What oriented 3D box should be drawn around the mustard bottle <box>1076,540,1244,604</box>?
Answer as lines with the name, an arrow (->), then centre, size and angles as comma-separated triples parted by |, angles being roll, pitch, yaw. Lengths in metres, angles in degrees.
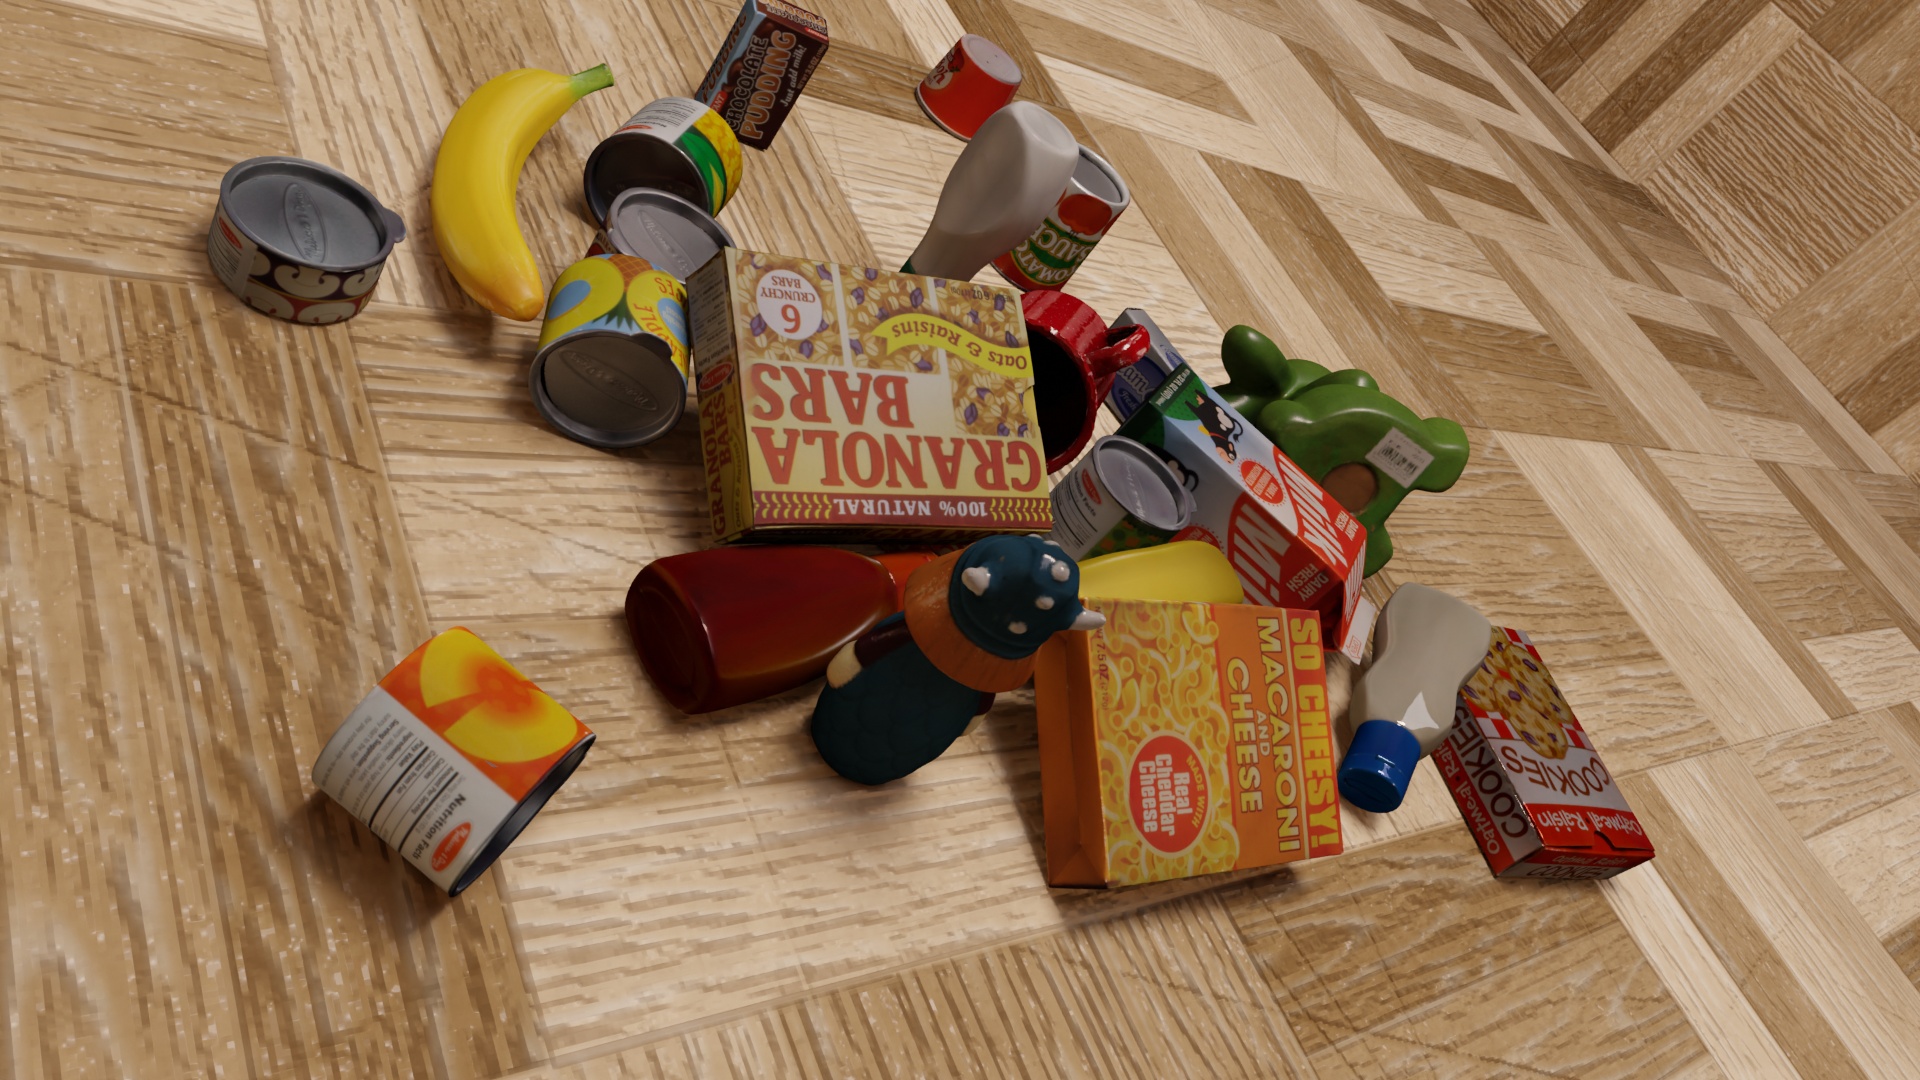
mustard bottle -> 0.072, 0.034, 0.696 | 0.161, 0.065, 0.049 | -5, 60, -40

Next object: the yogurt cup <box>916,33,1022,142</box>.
yogurt cup -> 0.009, -0.336, 1.030 | 0.072, 0.053, 0.073 | 25, 40, -22

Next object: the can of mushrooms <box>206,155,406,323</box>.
can of mushrooms -> -0.270, -0.124, 0.573 | 0.071, 0.033, 0.071 | 24, 39, -21

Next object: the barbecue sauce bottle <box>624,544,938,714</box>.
barbecue sauce bottle -> -0.065, 0.029, 0.592 | 0.149, 0.043, 0.065 | -10, 60, -48

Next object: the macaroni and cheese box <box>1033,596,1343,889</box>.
macaroni and cheese box -> 0.108, 0.091, 0.648 | 0.167, 0.040, 0.124 | 5, 77, -40

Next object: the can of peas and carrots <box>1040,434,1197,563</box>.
can of peas and carrots -> 0.084, -0.014, 0.759 | 0.071, 0.058, 0.071 | 25, 39, -22

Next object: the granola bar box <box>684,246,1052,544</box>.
granola bar box -> -0.037, -0.061, 0.637 | 0.166, 0.039, 0.124 | 0, 77, -38

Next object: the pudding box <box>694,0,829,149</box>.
pudding box -> -0.120, -0.281, 0.829 | 0.050, 0.083, 0.030 | 16, 43, -31

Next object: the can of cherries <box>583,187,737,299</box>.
can of cherries -> -0.149, -0.124, 0.663 | 0.071, 0.058, 0.072 | 25, 40, -23

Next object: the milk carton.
milk carton -> 0.169, -0.007, 0.817 | 0.190, 0.073, 0.073 | 42, 36, 1

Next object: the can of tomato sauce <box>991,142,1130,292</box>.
can of tomato sauce -> 0.064, -0.214, 0.927 | 0.071, 0.082, 0.071 | 25, 39, -21

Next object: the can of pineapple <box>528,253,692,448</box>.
can of pineapple -> -0.150, -0.084, 0.611 | 0.071, 0.070, 0.058 | 21, 40, -25

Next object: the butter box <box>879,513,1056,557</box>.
butter box -> 0.003, -0.009, 0.709 | 0.053, 0.024, 0.104 | 49, 37, 9

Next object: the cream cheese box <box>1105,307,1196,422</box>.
cream cheese box -> 0.124, -0.093, 0.882 | 0.024, 0.053, 0.104 | -11, 61, -50

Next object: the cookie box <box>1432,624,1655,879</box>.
cookie box -> 0.344, 0.127, 0.865 | 0.123, 0.040, 0.168 | 11, 46, -35

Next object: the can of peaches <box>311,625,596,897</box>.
can of peaches -> -0.161, 0.069, 0.447 | 0.058, 0.071, 0.071 | 40, 36, -1

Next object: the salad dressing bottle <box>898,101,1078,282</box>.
salad dressing bottle -> 0.006, -0.176, 0.781 | 0.044, 0.147, 0.064 | 4, 51, -42

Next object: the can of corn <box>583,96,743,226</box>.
can of corn -> -0.152, -0.187, 0.722 | 0.071, 0.071, 0.058 | 33, 36, -11

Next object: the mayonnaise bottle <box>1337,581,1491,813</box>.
mayonnaise bottle -> 0.255, 0.090, 0.795 | 0.065, 0.041, 0.149 | 27, 51, 13
